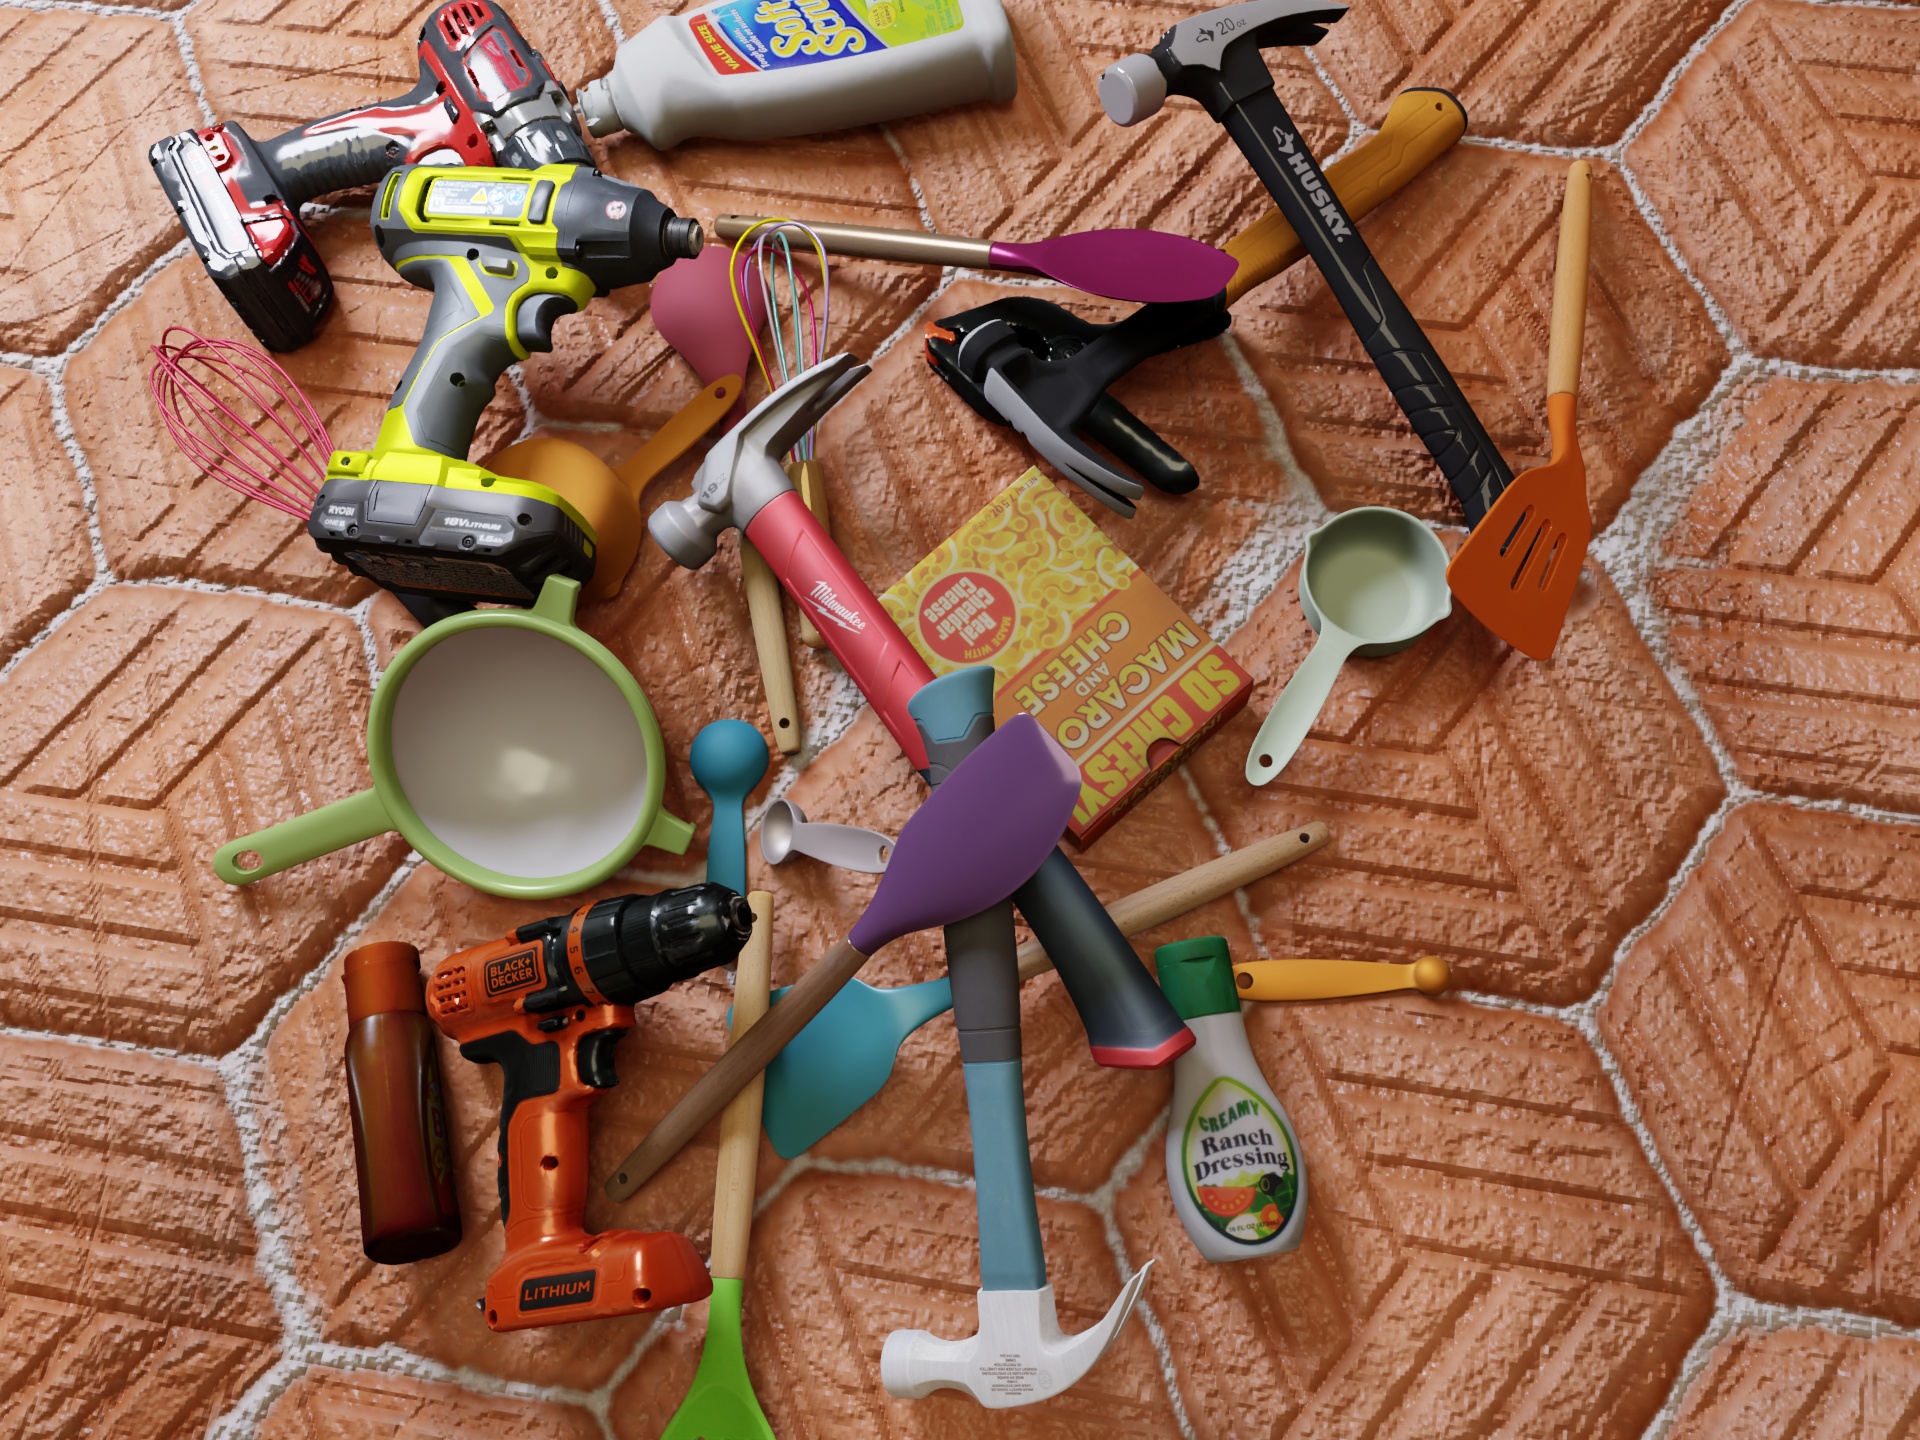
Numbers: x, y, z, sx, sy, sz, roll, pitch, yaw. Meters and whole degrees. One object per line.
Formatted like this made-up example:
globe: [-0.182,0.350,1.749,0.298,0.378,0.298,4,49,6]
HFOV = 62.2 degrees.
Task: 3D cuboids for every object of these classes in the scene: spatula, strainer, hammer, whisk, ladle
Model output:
spatula: [0.311,-0.182,0.842,0.081,0.041,0.323,32,57,-24]
spatula: [-0.062,0.122,0.732,0.316,0.018,0.060,-45,72,15]
strainer: [-0.264,0.028,0.819,0.256,0.069,0.151,-20,105,13]
hammer: [0.163,-0.247,0.869,0.337,0.034,0.127,-39,76,-17]
hammer: [0.012,0.141,0.726,0.128,0.033,0.331,-8,84,23]
hammer: [-0.001,-0.002,0.780,0.143,0.038,0.386,-41,73,13]
whisk: [-0.092,-0.159,0.869,0.047,0.051,0.245,-2,80,-30]
ladle: [-0.121,-0.131,0.877,0.069,0.031,0.316,-11,74,-2]
whisk: [-0.337,-0.113,0.868,0.296,0.073,0.073,43,79,9]
hammer: [0.217,-0.227,0.838,0.146,0.035,0.335,-33,91,-21]
spatula: [0.040,0.117,0.794,0.317,0.044,0.082,-22,71,-9]

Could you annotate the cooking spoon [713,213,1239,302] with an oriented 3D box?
cooking spoon: [-0.003,-0.255,0.863,0.319,0.017,0.069,15,49,26]

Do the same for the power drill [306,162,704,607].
power drill: [-0.230,-0.177,0.807,0.171,0.080,0.223,6,75,11]

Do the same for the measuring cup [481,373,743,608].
measuring cup: [-0.190,-0.136,0.853,0.173,0.052,0.095,-41,72,1]

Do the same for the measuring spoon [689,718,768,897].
measuring spoon: [-0.122,0.058,0.818,0.042,0.021,0.129,-2,71,2]

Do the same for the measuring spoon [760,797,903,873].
measuring spoon: [-0.060,0.061,0.780,0.018,0.124,0.034,11,87,-38]

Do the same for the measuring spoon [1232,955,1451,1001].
measuring spoon: [0.185,0.127,0.787,0.117,0.011,0.021,-2,73,3]

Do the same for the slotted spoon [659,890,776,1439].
slotted spoon: [-0.106,0.237,0.753,0.070,0.031,0.314,-3,73,19]

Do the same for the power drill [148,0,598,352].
power drill: [-0.320,-0.302,0.916,0.226,0.080,0.188,-30,74,-9]

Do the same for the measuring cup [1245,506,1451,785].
measuring cup: [0.191,-0.033,0.825,0.083,0.038,0.167,31,79,11]
